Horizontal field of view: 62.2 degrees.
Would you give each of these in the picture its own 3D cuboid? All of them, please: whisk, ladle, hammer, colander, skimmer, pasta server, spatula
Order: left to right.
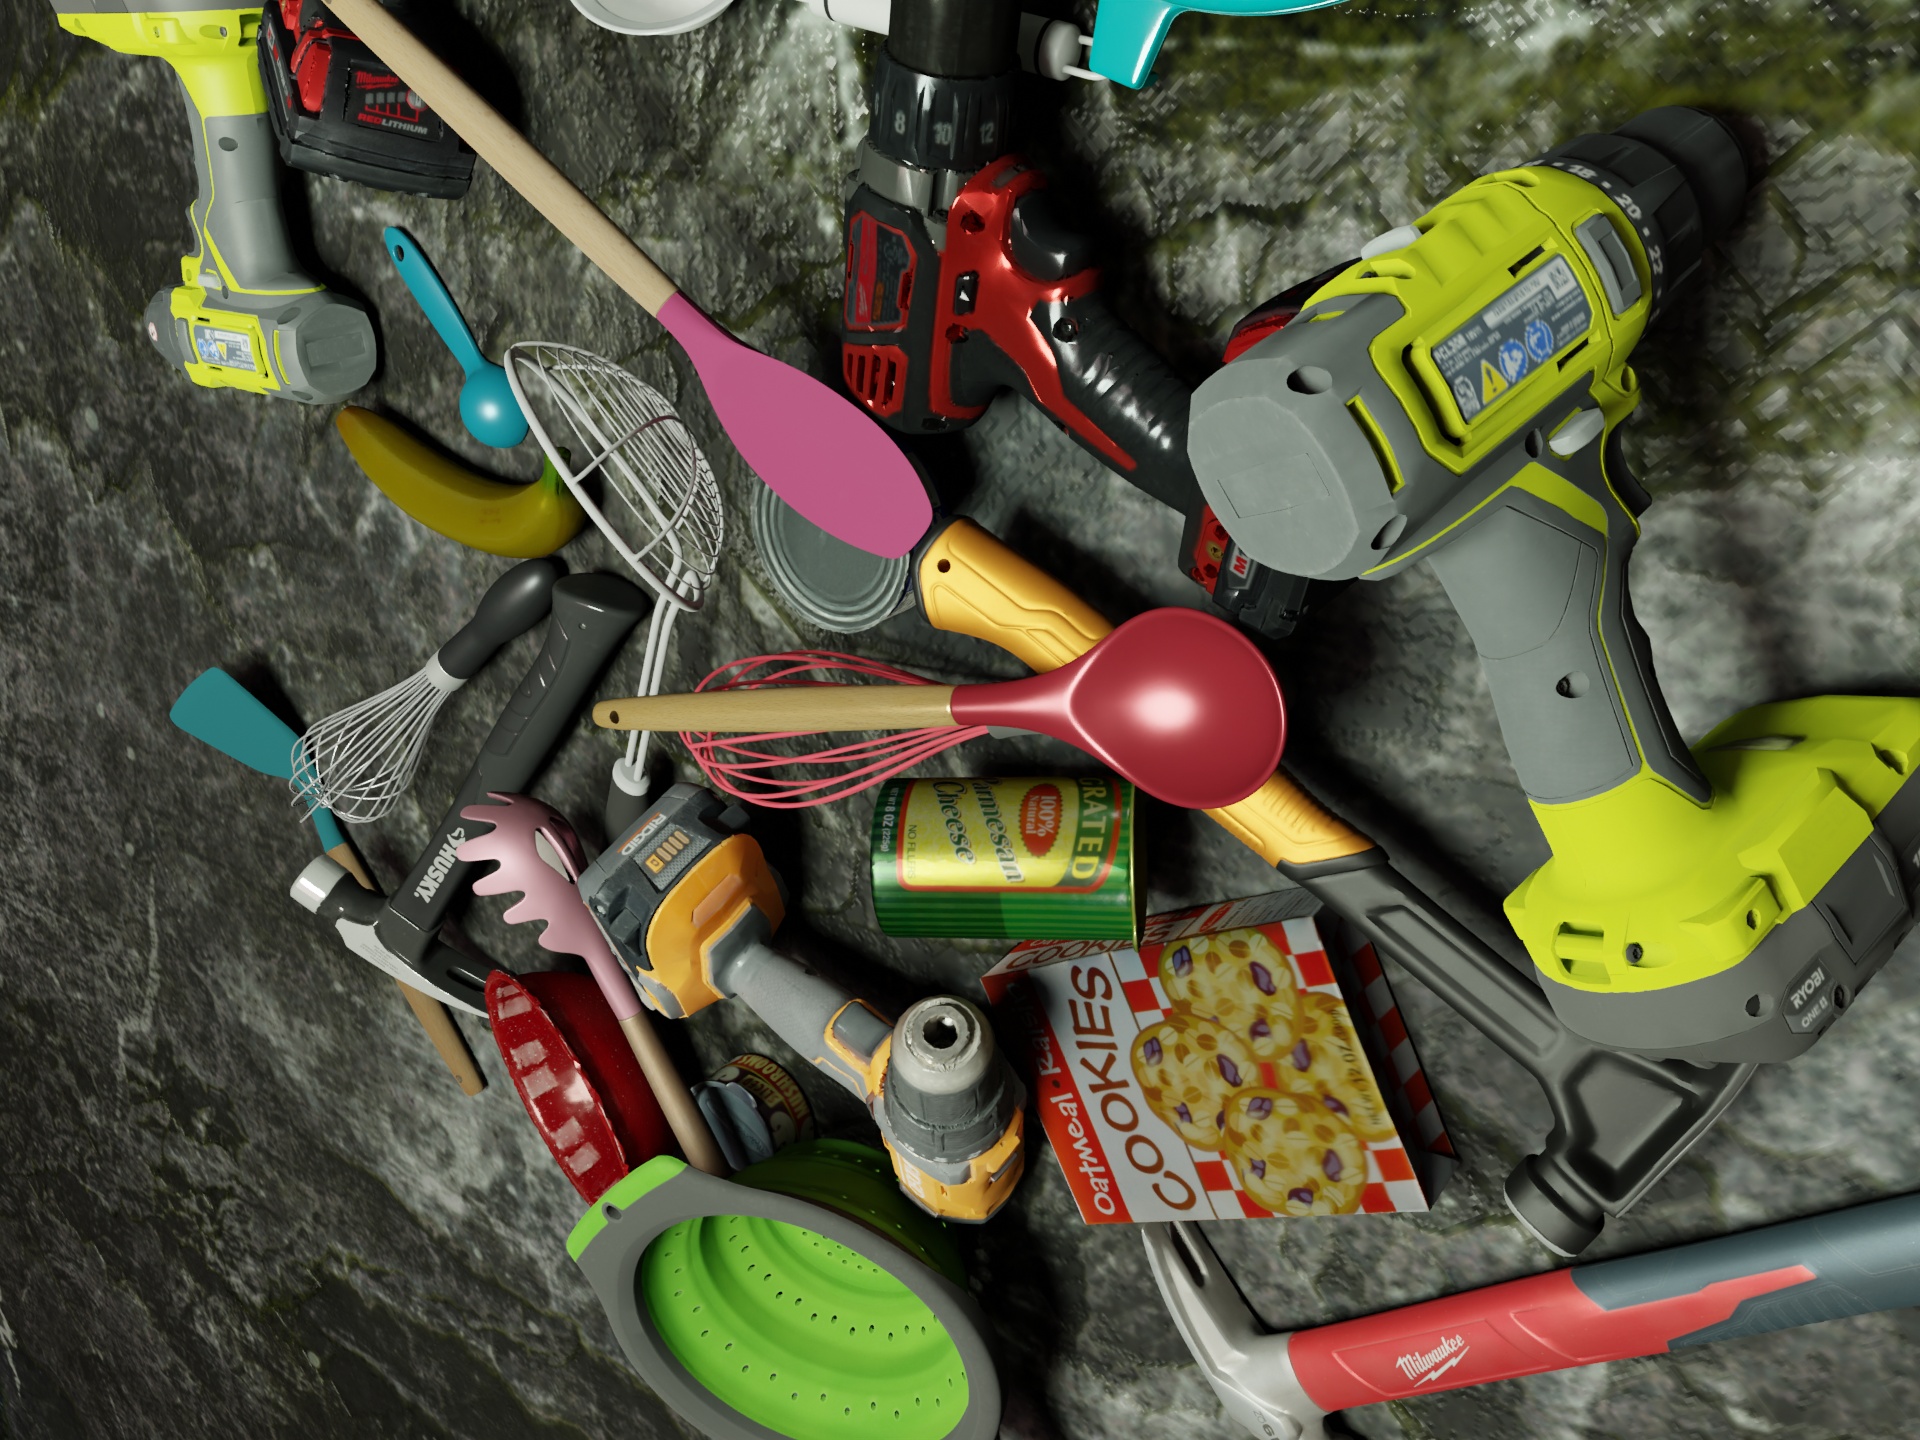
[{"bbox_3d":[-0.400,0.109,1.028,0.082,0.044,0.317,-31,90,38],"label":"spatula"},{"bbox_3d":[-0.302,-0.015,0.895,0.284,0.070,0.070,-34,86,36],"label":"whisk"},{"bbox_3d":[-0.255,0.042,0.876,0.146,0.035,0.334,37,125,-5],"label":"hammer"},{"bbox_3d":[-0.175,-0.010,0.745,0.127,0.090,0.363,59,145,34],"label":"skimmer"},{"bbox_3d":[-0.164,0.175,0.823,0.040,0.060,0.316,-16,106,28],"label":"pasta server"},{"bbox_3d":[-0.022,-0.004,0.599,0.315,0.031,0.069,-1,101,33],"label":"ladle"},{"bbox_3d":[-0.004,0.329,0.795,0.397,0.094,0.204,41,125,-6],"label":"colander"},{"bbox_3d":[-0.001,-0.002,0.664,0.296,0.073,0.073,-5,106,32],"label":"whisk"},{"bbox_3d":[0.117,0.028,0.561,0.337,0.034,0.127,40,111,17],"label":"hammer"},{"bbox_3d":[0.233,0.200,0.578,0.386,0.038,0.143,-35,84,42],"label":"hammer"}]

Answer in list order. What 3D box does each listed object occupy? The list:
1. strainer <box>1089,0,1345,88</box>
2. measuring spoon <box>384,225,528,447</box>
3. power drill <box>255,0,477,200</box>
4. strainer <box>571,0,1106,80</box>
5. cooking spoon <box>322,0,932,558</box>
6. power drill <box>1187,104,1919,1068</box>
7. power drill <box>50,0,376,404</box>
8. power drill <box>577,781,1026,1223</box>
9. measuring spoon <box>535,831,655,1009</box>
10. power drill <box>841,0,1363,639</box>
[{"bbox_3d":[0.152,-0.315,0.386,0.340,0.095,0.211,-16,98,36],"label":"strainer"},{"bbox_3d":[-0.262,-0.193,0.804,0.042,0.021,0.128,-33,89,42],"label":"measuring spoon"},{"bbox_3d":[-0.225,-0.338,0.653,0.219,0.078,0.143,-59,45,36],"label":"power drill"},{"bbox_3d":[-0.055,-0.273,0.598,0.258,0.050,0.087,24,79,22],"label":"strainer"},{"bbox_3d":[-0.132,-0.180,0.619,0.319,0.017,0.068,43,142,-4],"label":"cooking spoon"},{"bbox_3d":[0.184,-0.042,0.435,0.228,0.190,0.080,59,156,-12],"label":"power drill"},{"bbox_3d":[-0.397,-0.286,0.836,0.171,0.080,0.223,16,121,32],"label":"power drill"},{"bbox_3d":[-0.065,0.123,0.710,0.226,0.084,0.185,35,157,20],"label":"power drill"},{"bbox_3d":[-0.203,0.109,0.851,0.124,0.018,0.034,57,149,-10],"label":"measuring spoon"},{"bbox_3d":[0.052,-0.151,0.527,0.227,0.080,0.187,34,138,26],"label":"power drill"}]
